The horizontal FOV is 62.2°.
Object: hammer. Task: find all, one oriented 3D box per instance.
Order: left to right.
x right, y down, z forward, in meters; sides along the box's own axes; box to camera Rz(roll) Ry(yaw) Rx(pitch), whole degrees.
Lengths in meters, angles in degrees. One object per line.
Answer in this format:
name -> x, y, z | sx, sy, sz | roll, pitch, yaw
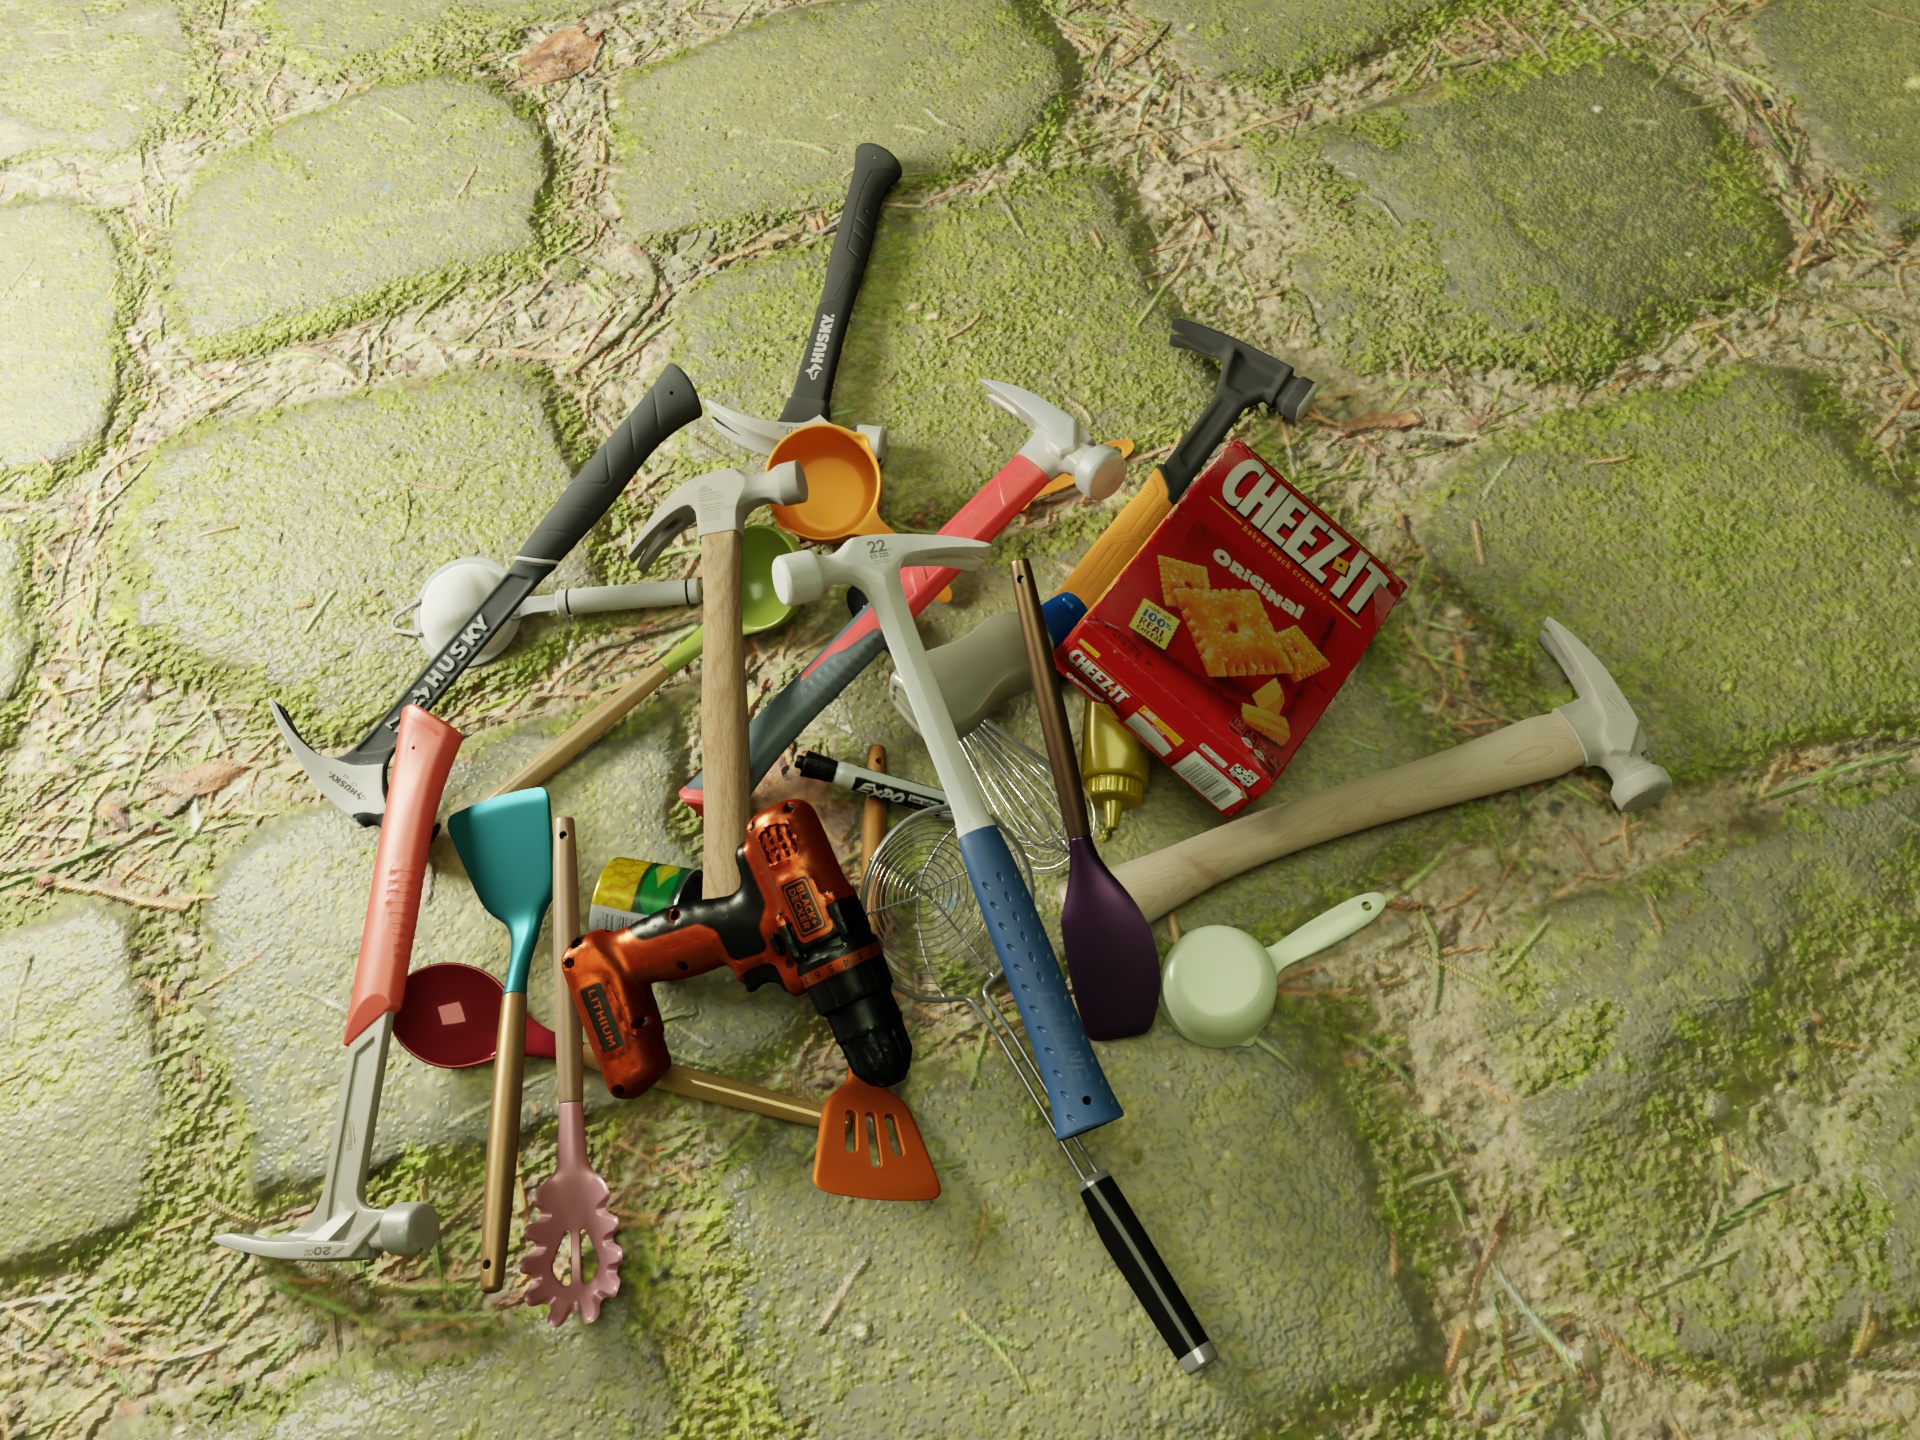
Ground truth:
hammer -> -0.383, 0.162, 1.033 | 0.149, 0.036, 0.359 | -6, 66, 19
hammer -> -0.327, -0.103, 1.163 | 0.149, 0.036, 0.409 | 35, 76, 3
hammer -> -0.166, -0.028, 1.098 | 0.130, 0.031, 0.332 | -9, 65, 10
hammer -> -0.107, -0.354, 1.325 | 0.146, 0.035, 0.335 | 7, 63, 7
hammer -> -0.061, -0.083, 1.136 | 0.386, 0.038, 0.143 | -45, 54, -5
hammer -> 0.012, 0.058, 0.997 | 0.144, 0.035, 0.406 | -15, 71, -20
hammer -> 0.135, -0.163, 1.201 | 0.127, 0.034, 0.337 | 31, 69, 14
hammer -> 0.259, 0.052, 1.079 | 0.410, 0.038, 0.146 | -18, 61, -5

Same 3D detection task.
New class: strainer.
strainer -> -0.307, -0.090, 1.199 | 0.258, 0.050, 0.087 | -5, 77, -2

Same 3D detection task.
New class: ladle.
ladle -> -0.221, 0.221, 1.032 | 0.315, 0.031, 0.069 | 13, 66, 9
ladle -> -0.238, -0.027, 1.150 | 0.320, 0.062, 0.078 | -40, 67, -13

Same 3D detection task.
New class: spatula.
spatula -> -0.292, 0.196, 1.006 | 0.082, 0.044, 0.318 | -16, 57, 16
spatula -> -0.056, 0.155, 1.045 | 0.081, 0.041, 0.323 | 10, 59, -17
spatula -> 0.074, 0.049, 1.026 | 0.060, 0.018, 0.316 | -13, 88, 14

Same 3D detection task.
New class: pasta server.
pasta server -> -0.247, 0.213, 1.004 | 0.060, 0.040, 0.316 | -3, 72, -10

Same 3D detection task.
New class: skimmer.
skimmer -> 0.056, 0.219, 0.972 | 0.127, 0.090, 0.364 | -20, 63, -26

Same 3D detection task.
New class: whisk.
whisk -> -0.001, -0.004, 1.122 | 0.070, 0.070, 0.285 | -32, 60, -12

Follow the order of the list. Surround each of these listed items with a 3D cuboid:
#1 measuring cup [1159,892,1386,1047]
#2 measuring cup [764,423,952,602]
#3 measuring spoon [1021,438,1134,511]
measuring cup -> 0.206, 0.148, 1.029 | 0.167, 0.038, 0.083 | -27, 63, -8
measuring cup -> -0.071, -0.149, 1.208 | 0.173, 0.052, 0.095 | 43, 89, 0
measuring spoon -> 0.086, -0.190, 1.238 | 0.117, 0.011, 0.021 | -28, 72, -14
